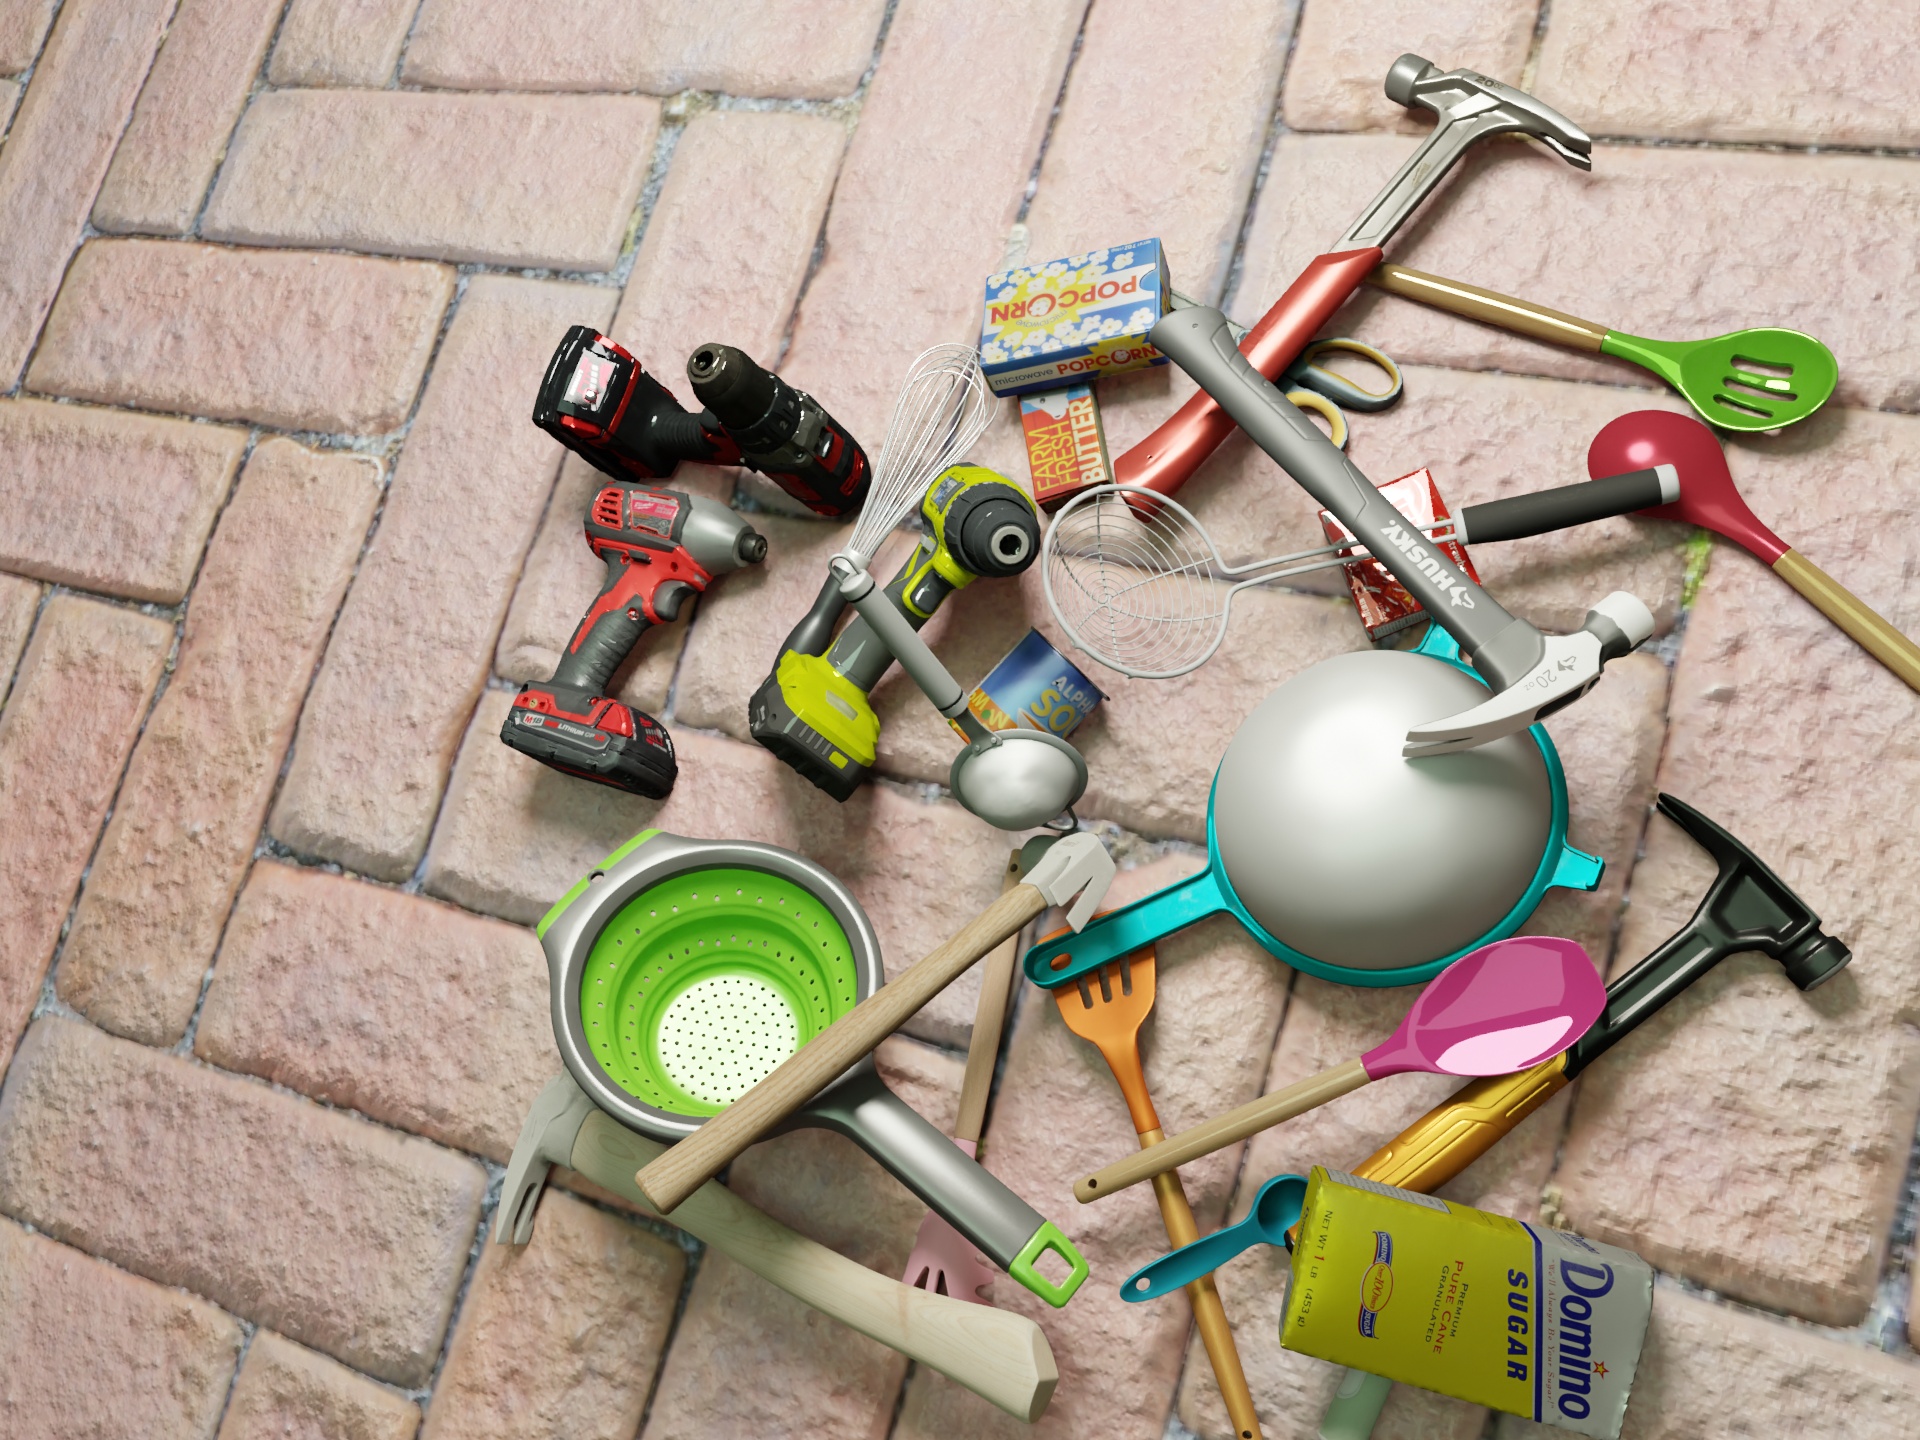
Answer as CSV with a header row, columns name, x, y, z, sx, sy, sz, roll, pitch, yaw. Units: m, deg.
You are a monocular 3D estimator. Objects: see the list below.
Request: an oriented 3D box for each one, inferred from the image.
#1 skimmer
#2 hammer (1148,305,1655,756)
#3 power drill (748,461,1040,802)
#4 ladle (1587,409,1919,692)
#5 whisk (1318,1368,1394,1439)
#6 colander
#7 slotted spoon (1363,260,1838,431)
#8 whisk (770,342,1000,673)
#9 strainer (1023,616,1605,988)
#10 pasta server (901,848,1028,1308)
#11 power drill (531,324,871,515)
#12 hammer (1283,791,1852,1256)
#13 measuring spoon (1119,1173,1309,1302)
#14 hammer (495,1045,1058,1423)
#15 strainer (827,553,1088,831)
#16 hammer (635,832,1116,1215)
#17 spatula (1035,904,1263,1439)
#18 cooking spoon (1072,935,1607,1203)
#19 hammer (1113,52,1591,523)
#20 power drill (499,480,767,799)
name,x,y,z,sx,sy,sz,roll,pitch,yaw
skimmer,0.232,-0.109,0.936,0.363,0.090,0.127,-11,73,15
hammer,0.219,-0.124,0.909,0.146,0.035,0.335,-34,65,-8
power drill,-0.035,-0.063,1.020,0.080,0.191,0.228,38,97,-15
ladle,0.485,-0.074,0.902,0.069,0.031,0.316,-43,66,6
whisk,0.201,0.400,0.863,0.059,0.058,0.246,29,81,-9
colander,-0.088,0.230,0.984,0.397,0.094,0.204,36,60,20
slotted spoon,0.378,-0.246,0.992,0.314,0.031,0.070,26,84,27
whisk,-0.059,-0.138,1.114,0.070,0.070,0.284,30,91,25
strainer,0.176,0.067,0.923,0.340,0.095,0.211,-27,58,12
pasta server,0.011,0.236,0.995,0.060,0.040,0.316,5,73,22
power drill,-0.191,-0.217,1.116,0.227,0.187,0.080,16,80,28
hammer,0.312,0.188,0.880,0.337,0.034,0.127,-40,66,4
measuring spoon,0.147,0.297,0.909,0.128,0.021,0.042,-25,100,-4
hammer,-0.125,0.332,0.984,0.411,0.038,0.146,17,83,32
strainer,-0.002,-0.003,0.951,0.087,0.258,0.050,-26,31,23
hammer,-0.043,0.169,0.920,0.331,0.130,0.031,-36,98,-16
spatula,0.123,0.267,0.944,0.081,0.041,0.323,-21,72,13
cooking spoon,0.204,0.205,0.892,0.319,0.017,0.069,-28,62,14
hammer,0.234,-0.267,1.026,0.149,0.036,0.359,41,90,29
power drill,-0.230,-0.063,1.147,0.143,0.078,0.220,13,77,23
